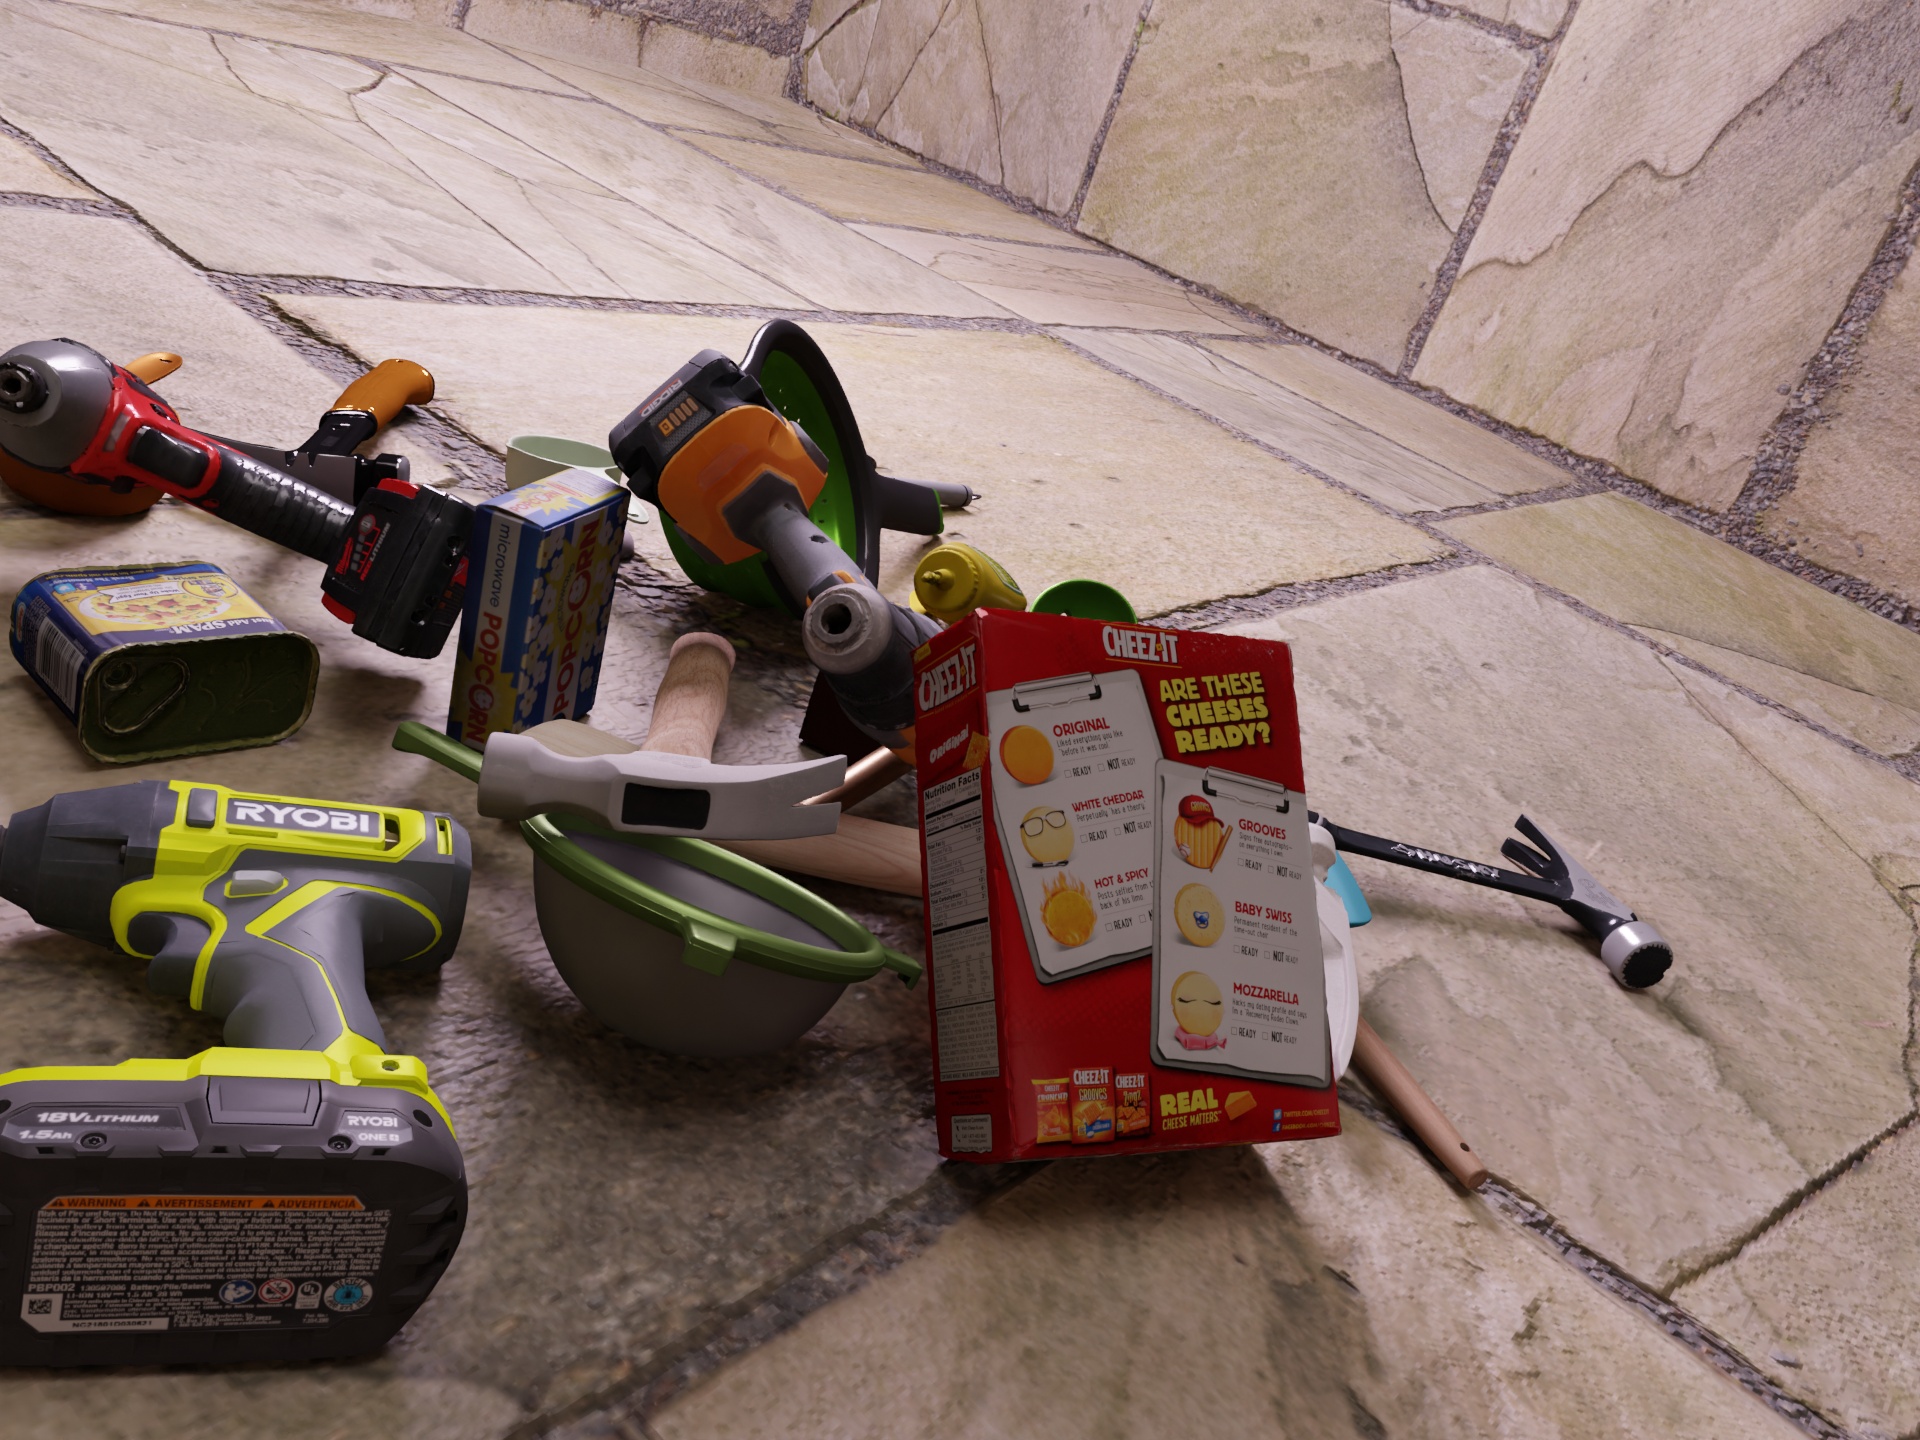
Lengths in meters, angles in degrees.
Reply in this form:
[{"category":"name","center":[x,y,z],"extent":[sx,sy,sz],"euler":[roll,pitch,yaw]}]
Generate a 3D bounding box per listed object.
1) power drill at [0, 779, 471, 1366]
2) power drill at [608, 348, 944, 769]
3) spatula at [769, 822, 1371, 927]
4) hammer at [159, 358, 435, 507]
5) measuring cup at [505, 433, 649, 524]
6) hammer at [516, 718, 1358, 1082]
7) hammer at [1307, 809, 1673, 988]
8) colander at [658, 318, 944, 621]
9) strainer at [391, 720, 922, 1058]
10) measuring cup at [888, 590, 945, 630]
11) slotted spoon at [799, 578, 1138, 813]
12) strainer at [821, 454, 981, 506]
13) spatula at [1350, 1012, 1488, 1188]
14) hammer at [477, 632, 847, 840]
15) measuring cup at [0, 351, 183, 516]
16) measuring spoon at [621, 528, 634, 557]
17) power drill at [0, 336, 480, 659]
[{"category":"power drill","center":[-0.246,0.095,0.519],"extent":[0.171,0.080,0.223],"euler":[8,24,-25]},{"category":"power drill","center":[-0.076,-0.076,0.769],"extent":[0.226,0.084,0.185],"euler":[50,3,20]},{"category":"spatula","center":[0.058,0.077,0.815],"extent":[0.317,0.044,0.082],"euler":[8,35,-22]},{"category":"hammer","center":[-0.380,-0.186,0.978],"extent":[0.127,0.034,0.337],"euler":[7,19,-12]},{"category":"measuring cup","center":[-0.240,-0.143,1.024],"extent":[0.083,0.038,0.168],"euler":[-1,26,-36]},{"category":"hammer","center":[-0.009,0.076,0.748],"extent":[0.410,0.038,0.146],"euler":[13,47,-9]},{"category":"hammer","center":[0.226,0.067,0.954],"extent":[0.408,0.036,0.149],"euler":[15,24,-18]},{"category":"colander","center":[-0.106,-0.147,1.086],"extent":[0.094,0.204,0.397],"euler":[-9,0,17]},{"category":"strainer","center":[-0.152,0.072,0.643],"extent":[0.256,0.069,0.151],"euler":[23,1,29]},{"category":"measuring cup","center":[-0.032,-0.062,1.064],"extent":[0.062,0.029,0.156],"euler":[28,12,-4]},{"category":"slotted spoon","center":[-0.001,-0.003,0.877],"extent":[0.314,0.031,0.070],"euler":[-33,86,-43]},{"category":"strainer","center":[-0.063,-0.183,1.257],"extent":[0.087,0.050,0.258],"euler":[-16,-7,38]},{"category":"spatula","center":[0.175,0.126,0.837],"extent":[0.059,0.018,0.316],"euler":[5,28,-28]},{"category":"hammer","center":[-0.120,-0.002,0.715],"extent":[0.130,0.031,0.331],"euler":[9,11,-8]},{"category":"measuring cup","center":[-0.476,-0.165,0.896],"extent":[0.095,0.052,0.174],"euler":[14,24,-13]},{"category":"measuring spoon","center":[-0.266,-0.124,1.008],"extent":[0.124,0.018,0.034],"euler":[7,28,-26]},{"category":"power drill","center":[-0.341,-0.109,0.751],"extent":[0.219,0.078,0.143],"euler":[25,-4,-10]}]
